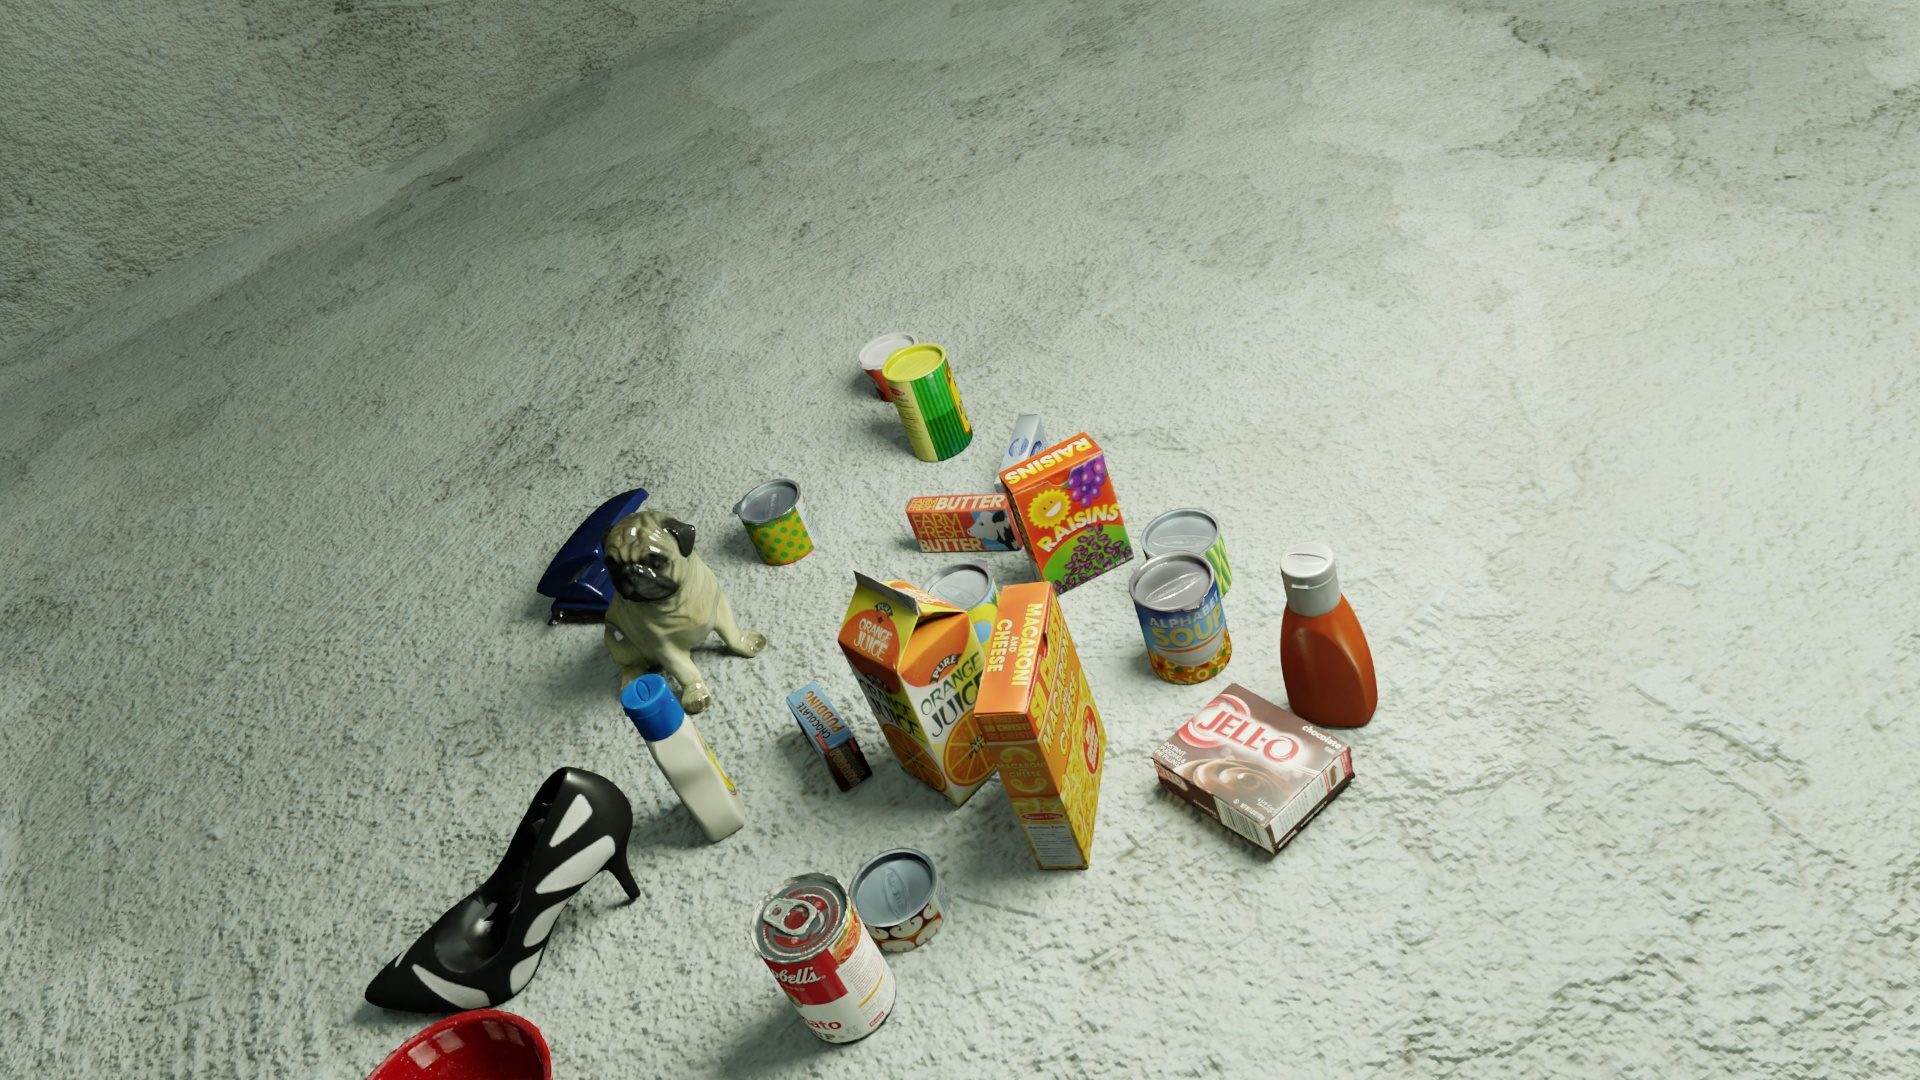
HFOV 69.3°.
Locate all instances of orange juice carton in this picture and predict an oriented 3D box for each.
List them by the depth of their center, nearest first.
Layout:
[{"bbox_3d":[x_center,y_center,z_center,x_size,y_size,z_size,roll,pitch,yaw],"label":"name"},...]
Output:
[{"bbox_3d":[-0.027,0.101,1.032,0.073,0.191,0.072,-41,41,-24],"label":"orange juice carton"}]

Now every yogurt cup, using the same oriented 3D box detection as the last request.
[{"bbox_3d":[-0.071,-0.189,1.527,0.072,0.053,0.073,-13,38,10],"label":"yogurt cup"}]

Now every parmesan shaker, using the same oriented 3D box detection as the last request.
[{"bbox_3d":[-0.033,-0.140,1.408,0.071,0.102,0.072,-13,38,11],"label":"parmesan shaker"}]

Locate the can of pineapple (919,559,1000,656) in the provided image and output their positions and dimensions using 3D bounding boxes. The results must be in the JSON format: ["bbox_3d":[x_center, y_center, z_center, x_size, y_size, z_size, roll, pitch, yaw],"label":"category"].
[{"bbox_3d":[0.005,0.060,1.179,0.071,0.057,0.071,-13,38,10],"label":"can of pineapple"}]

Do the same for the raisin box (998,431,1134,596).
[{"bbox_3d":[0.091,-0.020,1.184,0.086,0.122,0.040,-25,37,-6],"label":"raisin box"}]

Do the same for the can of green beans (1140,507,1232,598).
[{"bbox_3d":[0.187,0.016,1.148,0.071,0.057,0.071,-13,38,10],"label":"can of green beans"}]

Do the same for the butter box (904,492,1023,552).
[{"bbox_3d":[0.005,-0.016,1.277,0.103,0.053,0.024,-1,41,24],"label":"butter box"}]

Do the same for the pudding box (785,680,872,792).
[{"bbox_3d":[-0.107,0.157,1.118,0.030,0.049,0.084,-31,38,-12],"label":"pudding box"}]

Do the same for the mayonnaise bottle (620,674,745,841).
[{"bbox_3d":[-0.215,0.166,1.077,0.041,0.147,0.065,-30,38,-11],"label":"mayonnaise bottle"}]

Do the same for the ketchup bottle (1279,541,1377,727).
[{"bbox_3d":[0.254,0.068,0.977,0.065,0.148,0.044,7,45,32],"label":"ketchup bottle"}]

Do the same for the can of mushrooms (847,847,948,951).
[{"bbox_3d":[-0.046,0.255,0.982,0.071,0.033,0.071,-13,38,10],"label":"can of mushrooms"}]

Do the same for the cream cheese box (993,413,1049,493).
[{"bbox_3d":[0.061,-0.068,1.314,0.024,0.053,0.104,-3,40,22],"label":"cream cheese box"}]

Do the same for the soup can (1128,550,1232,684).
[{"bbox_3d":[0.172,0.062,1.076,0.071,0.083,0.072,-13,38,10],"label":"soup can"}]

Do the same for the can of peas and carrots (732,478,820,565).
[{"bbox_3d":[-0.179,-0.017,1.360,0.071,0.058,0.071,-13,38,10],"label":"can of peas and carrots"}]

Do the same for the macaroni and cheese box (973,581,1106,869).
[{"bbox_3d":[0.061,0.130,0.976,0.040,0.165,0.124,-6,39,19],"label":"macaroni and cheese box"}]
